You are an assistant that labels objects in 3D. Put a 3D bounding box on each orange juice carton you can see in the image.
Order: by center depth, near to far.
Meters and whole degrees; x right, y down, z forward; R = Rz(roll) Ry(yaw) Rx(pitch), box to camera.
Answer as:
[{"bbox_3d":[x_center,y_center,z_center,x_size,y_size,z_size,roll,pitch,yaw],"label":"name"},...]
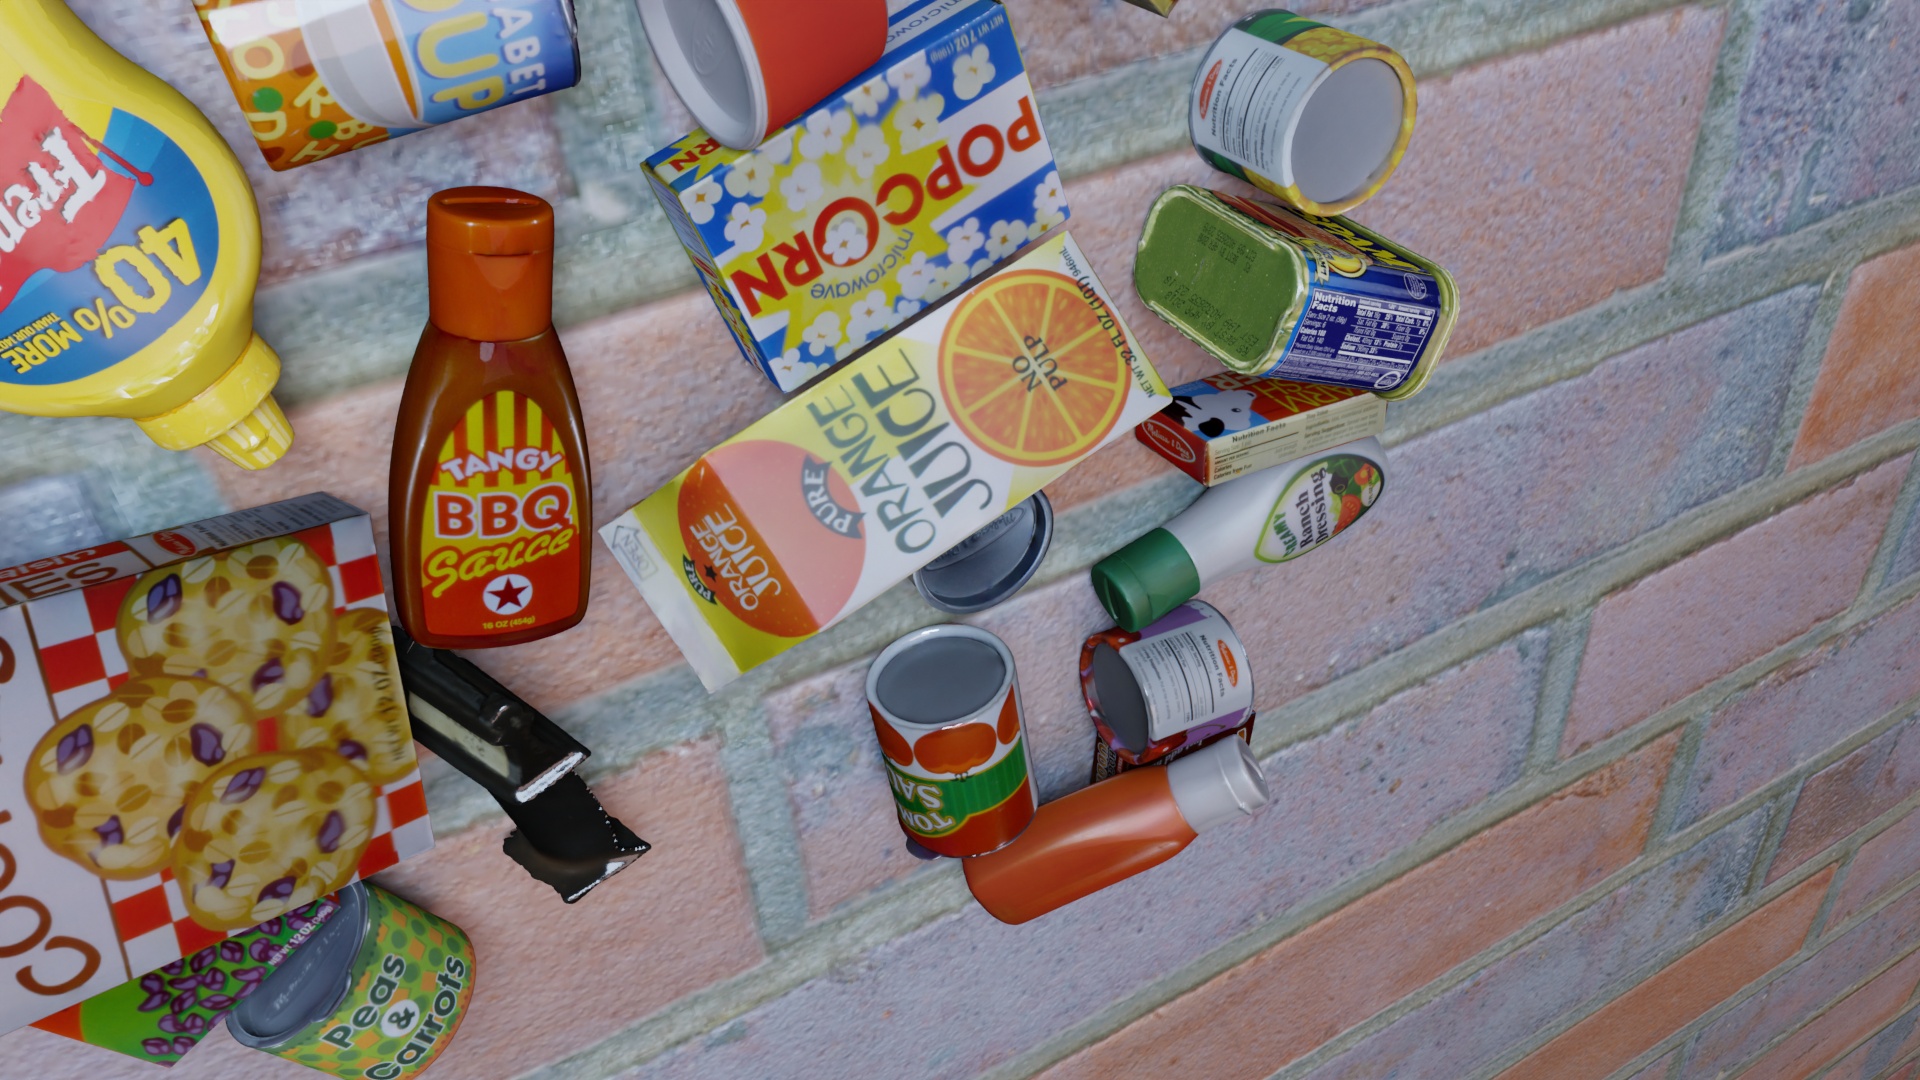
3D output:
[{"bbox_3d":[-0.028,-0.027,0.499,0.193,0.073,0.072,-33,94,-10],"label":"orange juice carton"}]

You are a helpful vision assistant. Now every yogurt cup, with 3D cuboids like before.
[{"bbox_3d":[-0.058,-0.159,0.415,0.054,0.072,0.072,-33,133,-21],"label":"yogurt cup"}]

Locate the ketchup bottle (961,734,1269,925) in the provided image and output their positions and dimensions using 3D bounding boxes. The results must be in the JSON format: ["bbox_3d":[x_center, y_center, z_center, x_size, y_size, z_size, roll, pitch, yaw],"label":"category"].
[{"bbox_3d":[0.077,0.142,0.683,0.148,0.044,0.064,-27,139,17],"label":"ketchup bottle"}]

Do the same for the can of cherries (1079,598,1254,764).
[{"bbox_3d":[0.097,0.069,0.671,0.058,0.072,0.071,-18,128,-22],"label":"can of cherries"}]

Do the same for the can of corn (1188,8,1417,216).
[{"bbox_3d":[0.135,-0.166,0.540,0.071,0.058,0.070,-17,128,-23],"label":"can of corn"}]

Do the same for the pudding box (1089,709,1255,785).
[{"bbox_3d":[0.111,0.112,0.731,0.084,0.030,0.049,-14,127,-26],"label":"pudding box"}]

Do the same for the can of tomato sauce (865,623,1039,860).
[{"bbox_3d":[-0.004,0.089,0.615,0.071,0.071,0.082,-25,130,-17],"label":"can of tomato sauce"}]

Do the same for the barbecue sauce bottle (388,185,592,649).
[{"bbox_3d":[-0.151,-0.037,0.448,0.065,0.044,0.147,-7,123,-28],"label":"barbecue sauce bottle"}]

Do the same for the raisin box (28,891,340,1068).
[{"bbox_3d":[-0.289,0.117,0.465,0.086,0.040,0.123,-44,134,-1],"label":"raisin box"}]

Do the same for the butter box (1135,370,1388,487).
[{"bbox_3d":[0.135,-0.056,0.618,0.104,0.053,0.024,-17,125,-24],"label":"butter box"}]

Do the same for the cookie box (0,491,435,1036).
[{"bbox_3d":[-0.253,0.066,0.409,0.168,0.040,0.122,-21,117,-41],"label":"cookie box"}]

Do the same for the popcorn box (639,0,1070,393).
[{"bbox_3d":[-0.031,-0.120,0.475,0.127,0.038,0.085,-34,133,-10],"label":"popcorn box"}]

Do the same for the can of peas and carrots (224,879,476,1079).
[{"bbox_3d":[-0.224,0.165,0.518,0.071,0.071,0.058,-42,134,-2],"label":"can of peas and carrots"}]

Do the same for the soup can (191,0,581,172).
[{"bbox_3d":[-0.150,-0.139,0.361,0.084,0.071,0.071,-24,130,-18],"label":"soup can"}]

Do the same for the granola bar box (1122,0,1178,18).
[{"bbox_3d":[-0.013,-0.217,0.363,0.165,0.124,0.039,31,100,-43],"label":"granola bar box"}]

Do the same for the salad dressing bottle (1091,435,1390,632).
[{"bbox_3d":[0.132,-0.008,0.655,0.148,0.044,0.064,-29,133,-13],"label":"salad dressing bottle"}]

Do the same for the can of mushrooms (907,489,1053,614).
[{"bbox_3d":[0.002,-0.007,0.577,0.071,0.033,0.070,-17,128,-23],"label":"can of mushrooms"}]
